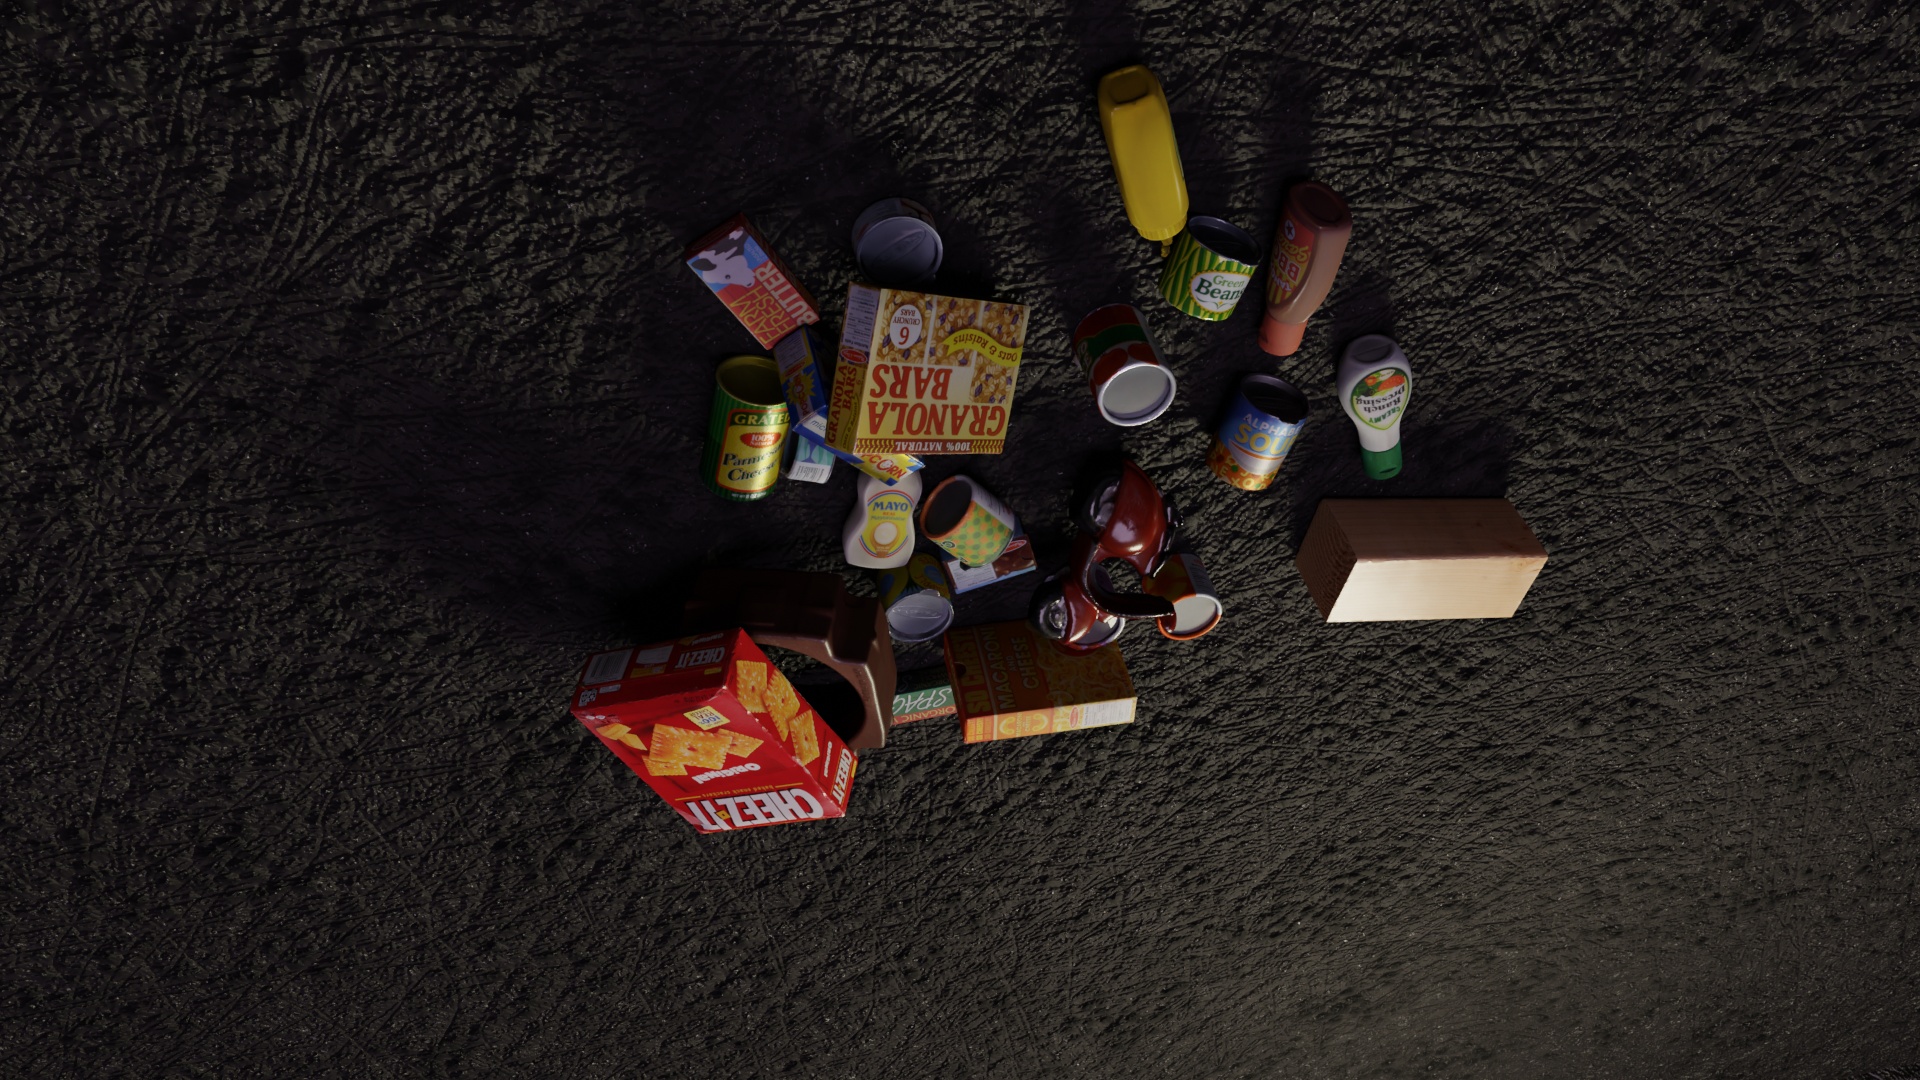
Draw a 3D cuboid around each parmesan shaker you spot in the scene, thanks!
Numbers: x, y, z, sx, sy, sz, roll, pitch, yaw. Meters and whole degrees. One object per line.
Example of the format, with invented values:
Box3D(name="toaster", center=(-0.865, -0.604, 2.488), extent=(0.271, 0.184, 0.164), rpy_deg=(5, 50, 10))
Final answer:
Box3D(name="parmesan shaker", center=(-0.170, -0.090, 1.126), extent=(0.071, 0.071, 0.102), rpy_deg=(4, 132, -18))

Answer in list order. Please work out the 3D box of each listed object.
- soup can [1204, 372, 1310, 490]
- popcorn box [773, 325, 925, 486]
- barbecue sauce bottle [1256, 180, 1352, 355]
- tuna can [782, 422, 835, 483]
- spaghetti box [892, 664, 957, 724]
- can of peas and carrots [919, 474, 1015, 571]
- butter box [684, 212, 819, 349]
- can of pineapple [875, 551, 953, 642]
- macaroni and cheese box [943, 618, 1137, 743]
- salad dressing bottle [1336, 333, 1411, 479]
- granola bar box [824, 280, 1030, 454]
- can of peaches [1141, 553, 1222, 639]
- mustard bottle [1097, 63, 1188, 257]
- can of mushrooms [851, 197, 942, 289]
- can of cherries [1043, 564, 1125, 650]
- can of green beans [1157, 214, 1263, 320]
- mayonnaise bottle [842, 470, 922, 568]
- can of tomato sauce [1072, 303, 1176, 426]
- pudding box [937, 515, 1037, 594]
Box3D(name="soup can", center=(0.262, -0.094, 1.228), extent=(0.071, 0.072, 0.083), rpy_deg=(5, 132, -18))
Box3D(name="popcorn box", center=(-0.088, -0.105, 1.101), extent=(0.038, 0.085, 0.126), rpy_deg=(-33, 144, 22))
Box3D(name="barbecue sauce bottle", center=(0.274, -0.214, 1.126), extent=(0.044, 0.065, 0.147), rpy_deg=(-13, 144, -13))
Box3D(name="tuna can", center=(-0.124, -0.084, 1.145), extent=(0.033, 0.071, 0.070), rpy_deg=(7, 131, -19))
Box3D(name="spaghetti box", center=(-0.123, 0.173, 1.413), extent=(0.250, 0.029, 0.050), rpy_deg=(-10, 135, -4))
Box3D(name="can of peas and carrots", center=(0.004, -0.016, 1.239), extent=(0.070, 0.071, 0.058), rpy_deg=(-37, 130, 21))
Box3D(name="butter box", center=(-0.157, -0.196, 1.057), extent=(0.053, 0.024, 0.103), rpy_deg=(-29, 133, 14))
Box3D(name="can of pineapple", center=(-0.042, 0.051, 1.298), extent=(0.071, 0.058, 0.070), rpy_deg=(-8, 134, -8))
Box3D(name="macaroni and cheese box", center=(0.075, 0.130, 1.357), extent=(0.167, 0.124, 0.040), rpy_deg=(-6, 131, -8))
Box3D(name="salad dressing bottle", center=(0.376, -0.118, 1.253), extent=(0.064, 0.044, 0.147), rpy_deg=(-18, 135, 5))
Box3D(name="granola bar box", center=(-0.024, -0.129, 1.064), extent=(0.166, 0.039, 0.124), rpy_deg=(-4, 109, -47))
Box3D(name="can of peaches", center=(0.216, 0.057, 1.370), extent=(0.071, 0.058, 0.070), rpy_deg=(-8, 134, -8))
Box3D(name="mustard bottle", center=(0.141, -0.274, 1.035), extent=(0.049, 0.065, 0.159), rpy_deg=(-17, 141, 9))
Box3D(name="can of mushrooms", center=(-0.047, -0.223, 1.053), extent=(0.071, 0.033, 0.070), rpy_deg=(-8, 134, -8))
Box3D(name="can of cherries", center=(0.119, 0.064, 1.351), extent=(0.071, 0.059, 0.071), rpy_deg=(-8, 134, -8))
Box3D(name="can of green beans", center=(0.197, -0.216, 1.099), extent=(0.071, 0.071, 0.057), rpy_deg=(7, 131, -20))
Box3D(name="mayonnaise bottle", center=(-0.064, -0.040, 1.217), extent=(0.065, 0.041, 0.147), rpy_deg=(2, 133, -14))
Box3D(name="can of tomato sauce", center=(0.132, -0.143, 1.139), extent=(0.071, 0.083, 0.070), rpy_deg=(-7, 134, -8))
Box3D(name="pudding box", center=(0.026, 0.014, 1.300), extent=(0.084, 0.030, 0.049), rpy_deg=(-18, 133, 3))
